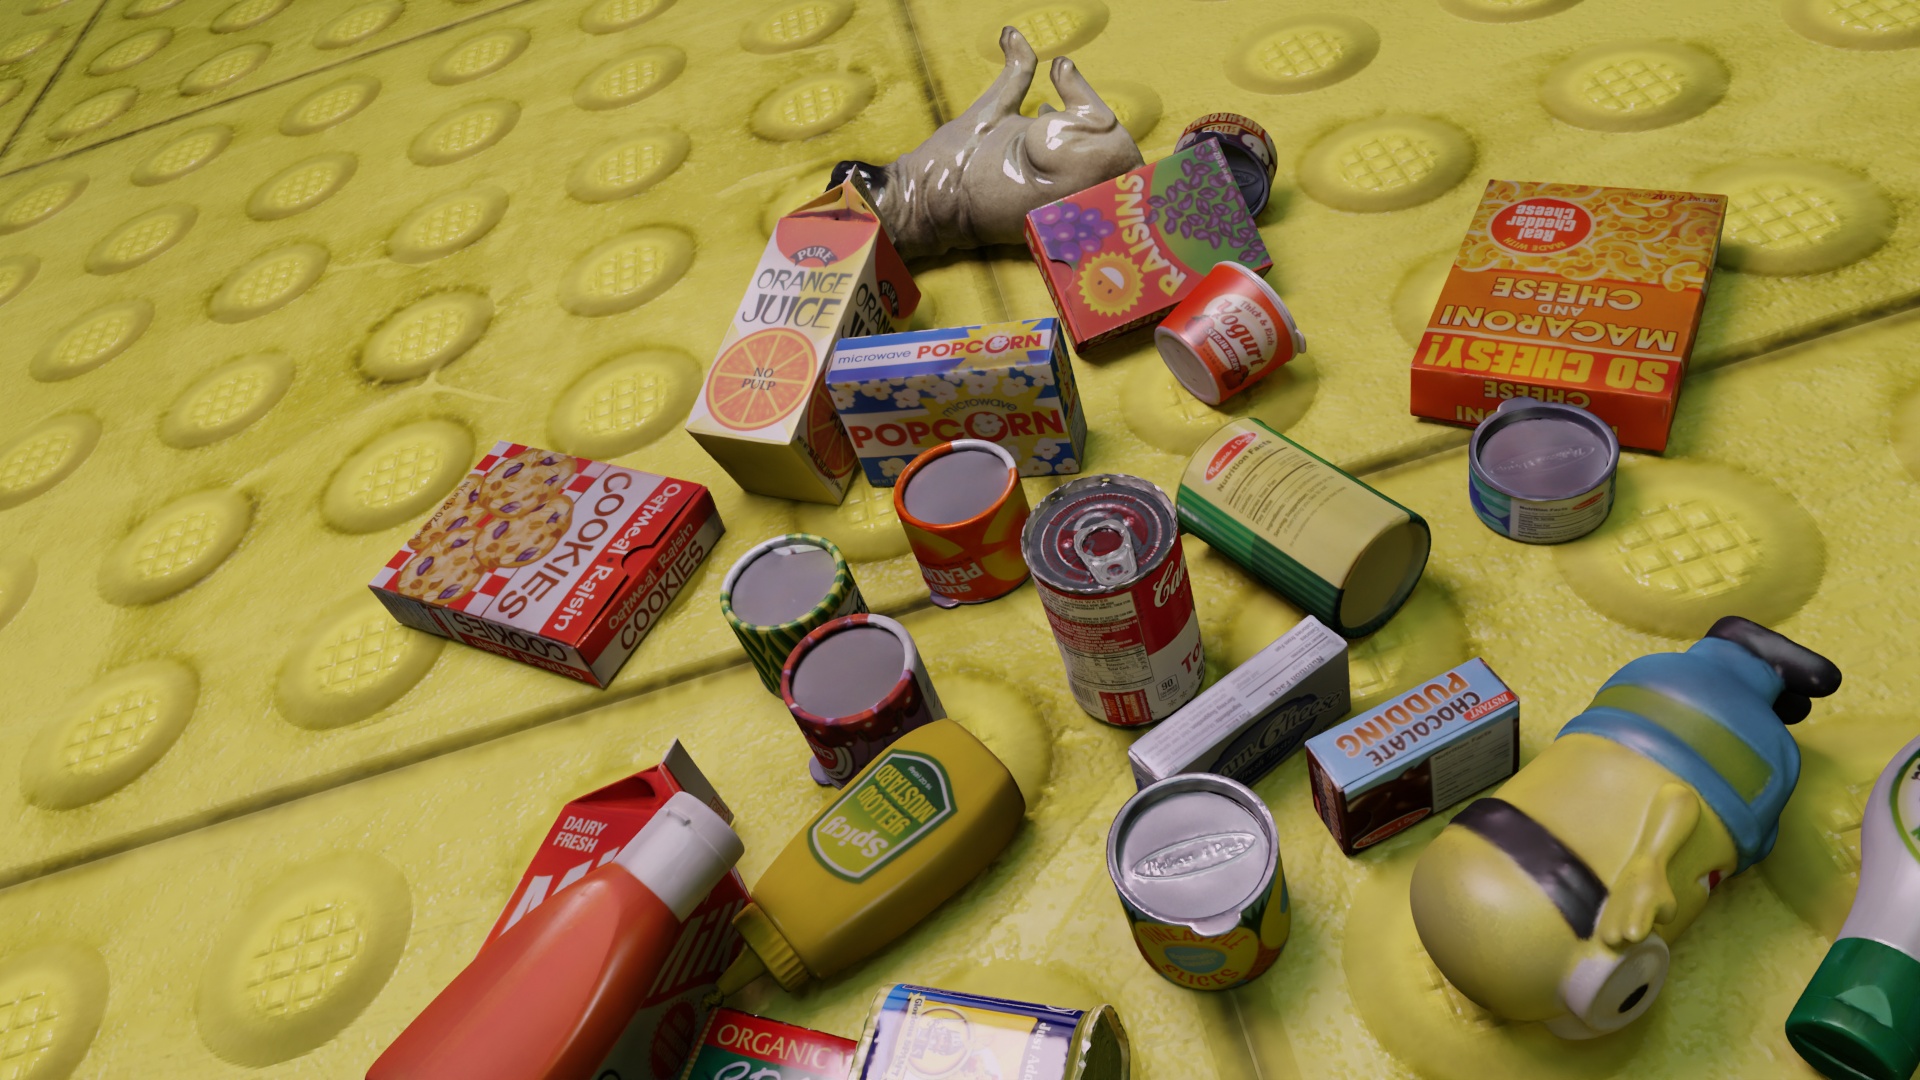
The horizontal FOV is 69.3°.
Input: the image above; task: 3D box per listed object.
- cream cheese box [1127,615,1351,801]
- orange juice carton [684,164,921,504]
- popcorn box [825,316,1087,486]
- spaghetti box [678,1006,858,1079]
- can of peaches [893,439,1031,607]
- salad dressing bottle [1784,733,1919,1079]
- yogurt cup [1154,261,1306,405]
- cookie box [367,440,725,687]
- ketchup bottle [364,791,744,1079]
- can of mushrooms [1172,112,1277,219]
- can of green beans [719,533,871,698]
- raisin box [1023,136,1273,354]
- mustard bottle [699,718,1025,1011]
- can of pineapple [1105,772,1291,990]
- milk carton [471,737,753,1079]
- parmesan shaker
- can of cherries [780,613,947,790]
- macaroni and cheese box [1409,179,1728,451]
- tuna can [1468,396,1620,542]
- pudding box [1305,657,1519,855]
[{"bbox_3d":[0.121,0.081,0.595,0.104,0.053,0.024,-34,48,-13],"label":"cream cheese box"},{"bbox_3d":[-0.082,-0.124,0.819,0.073,0.071,0.193,8,66,25],"label":"orange juice carton"},{"bbox_3d":[-0.001,-0.074,0.764,0.126,0.084,0.038,-3,48,16],"label":"popcorn box"},{"bbox_3d":[0.007,0.225,0.514,0.250,0.028,0.050,5,50,23],"label":"spaghetti box"},{"bbox_3d":[0.003,-0.009,0.719,0.071,0.057,0.071,-10,45,10],"label":"can of peaches"},{"bbox_3d":[0.339,0.124,0.483,0.064,0.043,0.148,28,62,39],"label":"salad dressing bottle"},{"bbox_3d":[0.144,-0.112,0.766,0.054,0.072,0.072,-39,47,-7],"label":"yogurt cup"},{"bbox_3d":[-0.238,0.008,0.800,0.167,0.040,0.123,12,53,29],"label":"cookie box"},{"bbox_3d":[-0.143,0.160,0.517,0.065,0.043,0.149,25,59,33],"label":"ketchup bottle"},{"bbox_3d":[0.163,-0.233,0.869,0.071,0.070,0.034,4,48,23],"label":"can of mushrooms"},{"bbox_3d":[-0.081,0.038,0.703,0.071,0.057,0.071,-10,45,10],"label":"can of green beans"},{"bbox_3d":[0.110,-0.173,0.823,0.123,0.040,0.086,-22,85,-2],"label":"raisin box"},{"bbox_3d":[-0.047,0.145,0.595,0.161,0.048,0.065,-39,46,-18],"label":"mustard bottle"},{"bbox_3d":[0.095,0.136,0.547,0.071,0.057,0.071,-10,45,11],"label":"can of pineapple"},{"bbox_3d":[-0.149,0.180,0.582,0.073,0.072,0.191,6,51,23],"label":"milk carton"},{"bbox_3d":[0.159,-0.005,0.656,0.071,0.071,0.103,-36,47,-15],"label":"parmesan shaker"},{"bbox_3d":[-0.047,0.078,0.653,0.071,0.058,0.072,-10,45,10],"label":"can of cherries"},{"bbox_3d":[0.320,-0.123,0.729,0.124,0.040,0.167,12,52,29],"label":"macaroni and cheese box"},{"bbox_3d":[0.277,-0.034,0.665,0.071,0.032,0.071,-10,45,10],"label":"tuna can"},{"bbox_3d":[0.185,0.088,0.567,0.084,0.049,0.030,-26,43,-5],"label":"pudding box"}]
